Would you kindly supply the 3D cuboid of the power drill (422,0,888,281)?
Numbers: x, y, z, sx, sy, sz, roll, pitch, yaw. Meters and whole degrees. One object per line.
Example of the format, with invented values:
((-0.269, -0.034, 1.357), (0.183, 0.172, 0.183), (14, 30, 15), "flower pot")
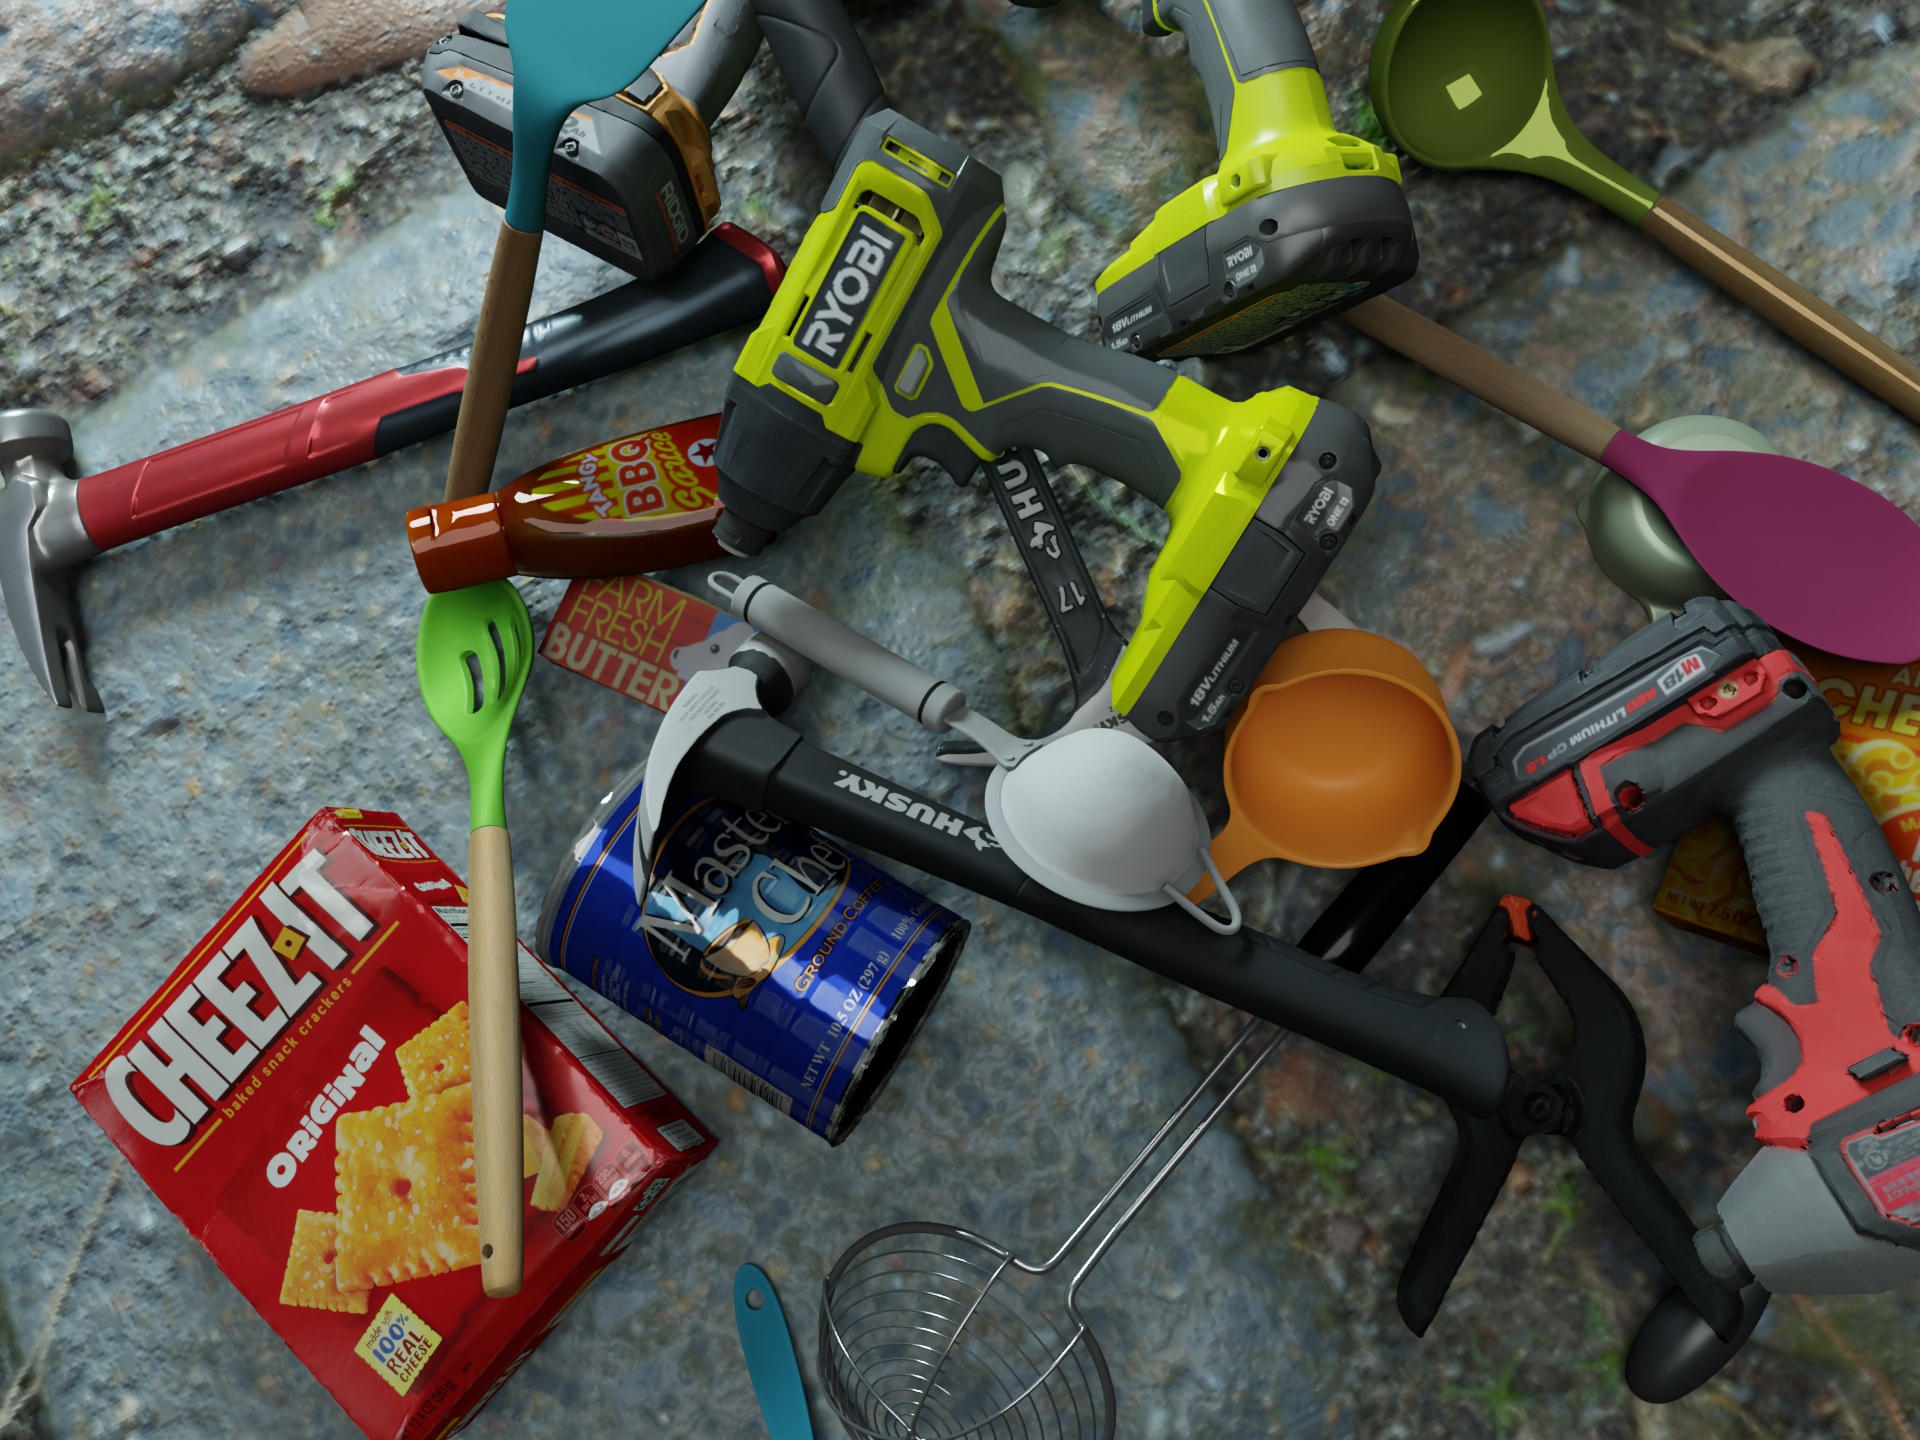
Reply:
((-0.136, -0.323, 0.695), (0.185, 0.084, 0.226), (29, 74, 14), "power drill")

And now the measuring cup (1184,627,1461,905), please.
((0.118, 0.032, 0.638), (0.095, 0.052, 0.173), (42, 119, -14), "measuring cup")

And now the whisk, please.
((0.346, 0.147, 0.594), (0.070, 0.070, 0.284), (41, 94, 11), "whisk")

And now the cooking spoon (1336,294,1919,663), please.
((0.235, -0.121, 0.630), (0.319, 0.017, 0.069), (38, 79, 22), "cooking spoon")

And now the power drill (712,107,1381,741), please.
((0.024, -0.095, 0.594), (0.223, 0.080, 0.171), (31, 106, 2), "power drill")

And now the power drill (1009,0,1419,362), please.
((0.087, -0.266, 0.636), (0.080, 0.190, 0.228), (-11, 90, -30), "power drill")

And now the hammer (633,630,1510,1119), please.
((0.038, 0.067, 0.586), (0.335, 0.146, 0.035), (22, 124, 8), "hammer")

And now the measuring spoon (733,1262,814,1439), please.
((-0.068, 0.288, 0.655), (0.042, 0.021, 0.129), (-22, 71, 6), "measuring spoon")

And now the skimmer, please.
((0.088, 0.160, 0.640), (0.127, 0.090, 0.363), (42, 80, 9), "skimmer")

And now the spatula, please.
((-0.171, -0.177, 0.636), (0.082, 0.044, 0.317), (34, 127, 9), "spatula")

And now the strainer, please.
((-0.001, -0.002, 0.604), (0.259, 0.087, 0.050), (30, 133, 24), "strainer")

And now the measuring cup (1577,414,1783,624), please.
((0.288, -0.041, 0.631), (0.083, 0.038, 0.168), (7, 82, 9), "measuring cup")

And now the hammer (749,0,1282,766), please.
((-0.015, -0.169, 0.638), (0.149, 0.036, 0.409), (-24, 98, 8), "hammer")

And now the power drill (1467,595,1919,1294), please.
((0.276, 0.080, 0.546), (0.143, 0.078, 0.220), (-37, 56, 23), "power drill")

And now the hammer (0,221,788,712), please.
((-0.255, -0.125, 0.720), (0.386, 0.038, 0.143), (-18, 82, 6), "hammer")

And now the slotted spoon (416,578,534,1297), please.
((-0.188, 0.069, 0.635), (0.070, 0.031, 0.314), (-29, 55, 25), "slotted spoon")

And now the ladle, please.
((0.302, -0.193, 0.641), (0.320, 0.062, 0.078), (39, 103, 8), "ladle")

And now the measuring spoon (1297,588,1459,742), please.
((0.161, -0.032, 0.658), (0.034, 0.018, 0.124), (-43, 80, 1), "measuring spoon")
